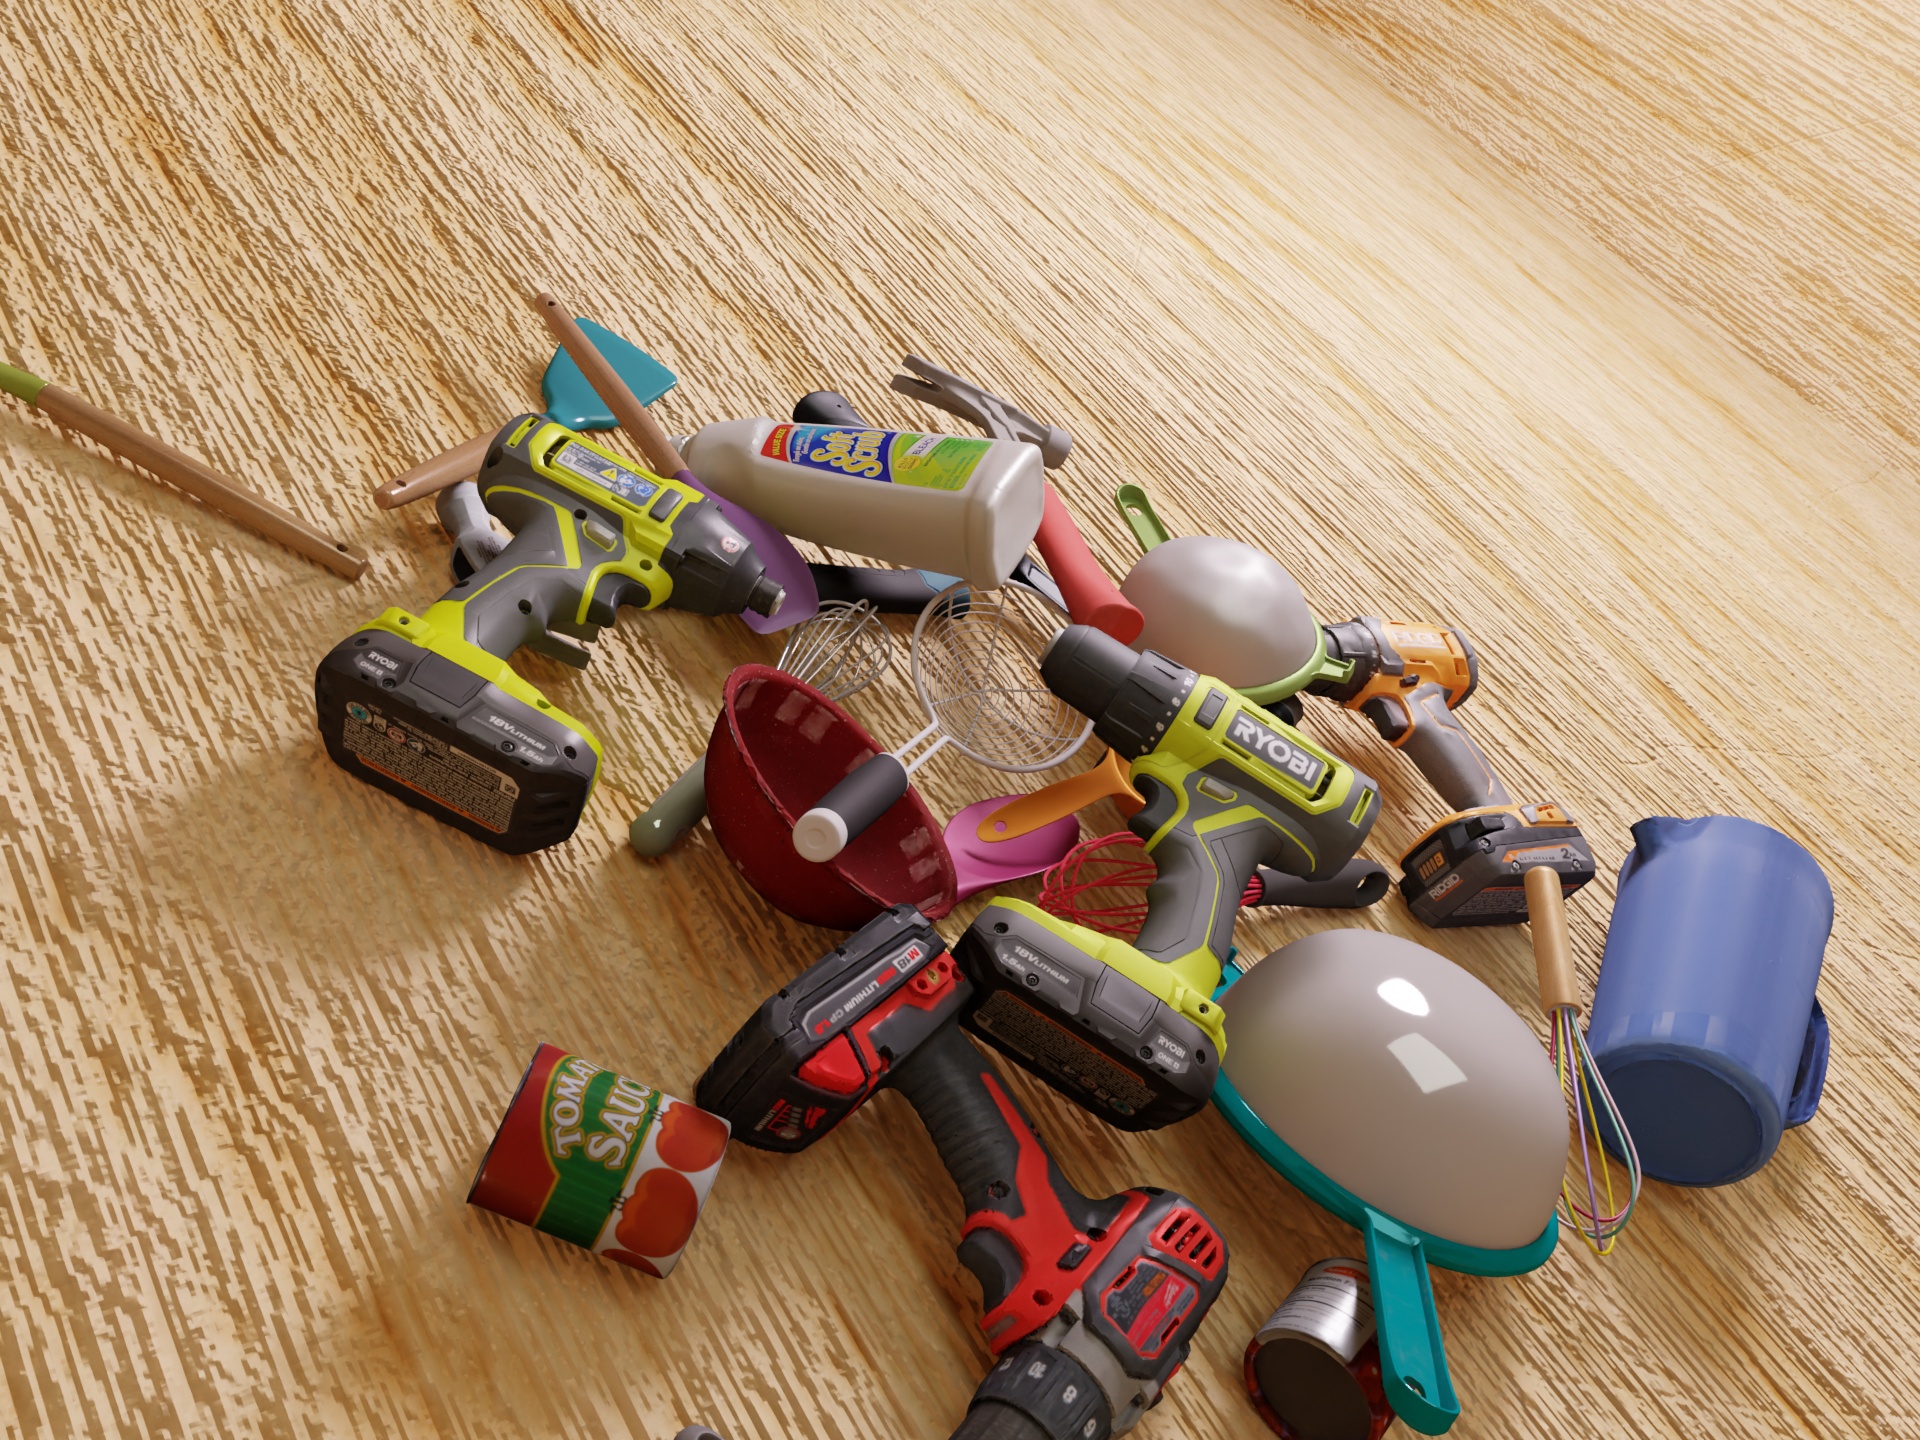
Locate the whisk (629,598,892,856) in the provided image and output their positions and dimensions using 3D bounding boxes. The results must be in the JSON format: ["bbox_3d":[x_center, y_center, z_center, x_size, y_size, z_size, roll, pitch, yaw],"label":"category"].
[{"bbox_3d":[-0.107,-0.001,0.877,0.059,0.057,0.246,37,41,2],"label":"whisk"}]

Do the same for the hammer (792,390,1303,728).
[{"bbox_3d":[0.046,-0.095,1.088,0.409,0.036,0.149,39,38,9],"label":"hammer"}]

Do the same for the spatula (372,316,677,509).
[{"bbox_3d":[-0.266,-0.182,0.963,0.082,0.044,0.318,33,25,-3],"label":"spatula"}]

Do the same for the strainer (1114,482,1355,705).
[{"bbox_3d":[0.152,-0.110,1.063,0.151,0.069,0.257,-7,40,-11],"label":"strainer"}]

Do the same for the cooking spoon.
[{"bbox_3d":[-0.030,0.107,0.821,0.069,0.017,0.319,25,33,23],"label":"cooking spoon"}]

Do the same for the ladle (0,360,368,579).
[{"bbox_3d":[-0.455,-0.167,0.834,0.320,0.062,0.078,29,36,-4],"label":"ladle"}]

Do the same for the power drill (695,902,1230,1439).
[{"bbox_3d":[-0.008,0.208,0.660,0.227,0.080,0.188,47,42,10],"label":"power drill"}]

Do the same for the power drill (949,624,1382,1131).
[{"bbox_3d":[0.088,0.066,0.794,0.190,0.080,0.229,33,57,3],"label":"power drill"}]

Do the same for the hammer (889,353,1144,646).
[{"bbox_3d":[0.046,-0.150,1.082,0.149,0.036,0.359,22,25,-23],"label":"hammer"}]

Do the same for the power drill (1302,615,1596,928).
[{"bbox_3d":[0.303,0.024,1.068,0.185,0.084,0.226,2,53,-32],"label":"power drill"}]

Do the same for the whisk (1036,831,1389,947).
[{"bbox_3d":[0.156,0.099,0.927,0.295,0.073,0.073,2,44,-39],"label":"whisk"}]

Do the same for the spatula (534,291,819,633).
[{"bbox_3d":[-0.184,-0.167,0.984,0.060,0.018,0.316,-24,61,-30],"label":"spatula"}]

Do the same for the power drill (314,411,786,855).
[{"bbox_3d":[-0.200,-0.048,0.805,0.171,0.080,0.223,28,48,-2],"label":"power drill"}]

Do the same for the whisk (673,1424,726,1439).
[{"bbox_3d":[-0.032,0.338,0.526,0.055,0.055,0.239,-13,49,-43],"label":"whisk"}]

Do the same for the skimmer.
[{"bbox_3d":[-0.001,-0.003,0.840,0.127,0.090,0.363,51,17,-1],"label":"skimmer"}]

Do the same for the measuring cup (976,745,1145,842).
[{"bbox_3d":[0.089,0.041,0.918,0.173,0.052,0.095,-22,68,-9],"label":"measuring cup"}]

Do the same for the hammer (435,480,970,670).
[{"bbox_3d":[-0.139,-0.084,0.965,0.330,0.033,0.128,-1,45,-34],"label":"hammer"}]

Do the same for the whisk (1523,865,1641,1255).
[{"bbox_3d":[0.343,0.182,0.901,0.047,0.051,0.245,15,48,-8],"label":"whisk"}]

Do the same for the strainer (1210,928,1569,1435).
[{"bbox_3d":[0.217,0.188,0.747,0.211,0.095,0.340,27,18,2],"label":"strainer"}]
